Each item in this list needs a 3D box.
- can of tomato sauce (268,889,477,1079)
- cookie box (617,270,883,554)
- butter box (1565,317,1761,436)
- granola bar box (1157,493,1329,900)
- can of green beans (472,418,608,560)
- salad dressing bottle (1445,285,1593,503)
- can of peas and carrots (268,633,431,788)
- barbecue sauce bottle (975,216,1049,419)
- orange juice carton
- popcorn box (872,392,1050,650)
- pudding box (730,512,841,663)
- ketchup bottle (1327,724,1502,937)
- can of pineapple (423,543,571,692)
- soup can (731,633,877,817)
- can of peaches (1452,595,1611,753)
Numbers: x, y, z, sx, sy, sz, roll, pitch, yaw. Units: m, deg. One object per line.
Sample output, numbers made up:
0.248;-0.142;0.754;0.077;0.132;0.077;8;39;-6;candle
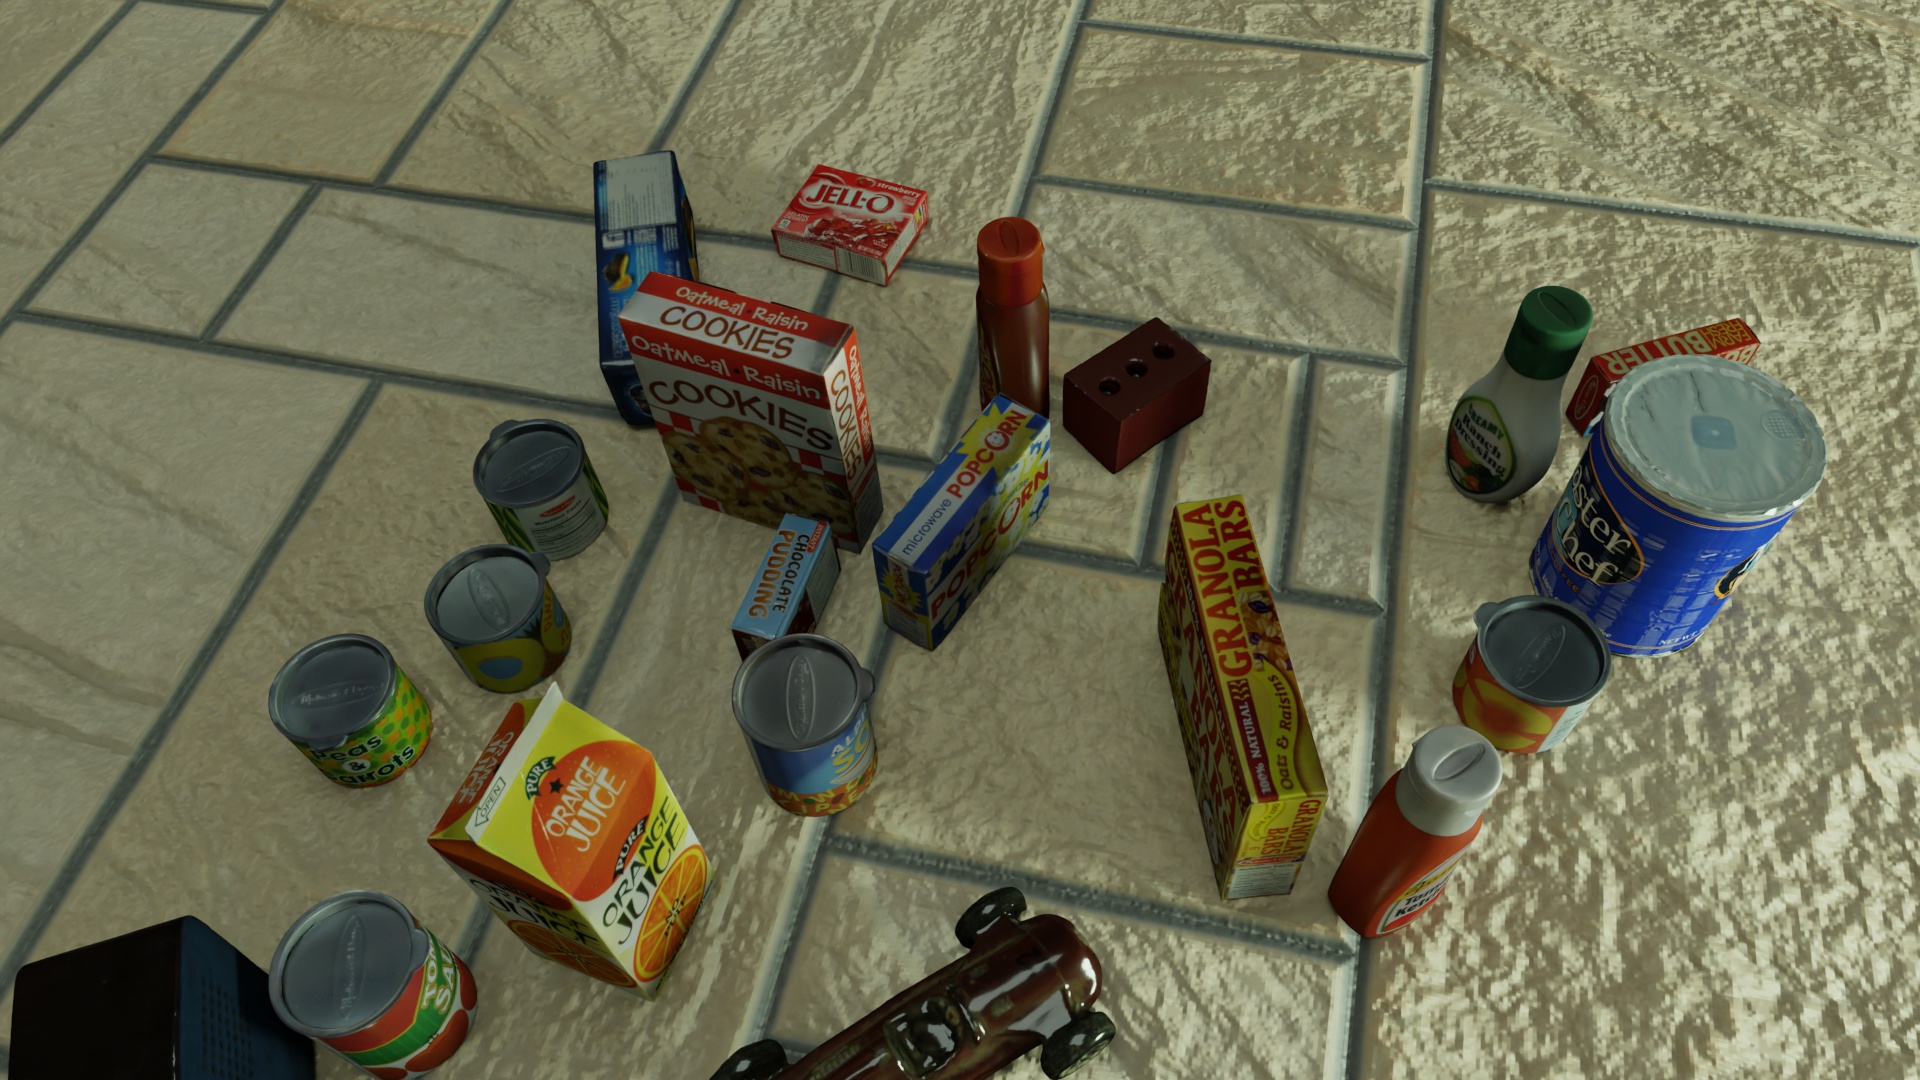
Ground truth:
-0.272;0.210;0.655;0.071;0.082;0.071;-2;55;2;can of tomato sauce
-0.113;-0.069;0.789;0.123;0.166;0.040;17;58;14;cookie box
0.428;-0.100;0.849;0.104;0.053;0.024;-15;56;-7;butter box
0.136;0.080;0.698;0.039;0.123;0.166;-7;55;-1;granola bar box
-0.251;-0.030;0.836;0.071;0.057;0.071;-1;55;2;can of green beans
0.315;-0.080;0.785;0.044;0.147;0.064;-23;57;-12;salad dressing bottle
-0.329;0.095;0.753;0.071;0.058;0.071;-1;55;2;can of peas and carrots
0.031;-0.127;0.832;0.044;0.147;0.065;-10;56;-4;barbecue sauce bottle
-0.175;0.138;0.633;0.073;0.191;0.072;17;58;14;orange juice carton
0.003;-0.010;0.791;0.038;0.084;0.127;28;61;21;popcorn box
-0.098;0.032;0.789;0.030;0.049;0.084;13;57;12;pudding box
0.211;0.134;0.641;0.065;0.148;0.043;-30;59;-16;ketchup bottle
-0.258;0.044;0.785;0.071;0.057;0.071;-1;55;2;can of pineapple
-0.076;0.097;0.722;0.071;0.083;0.072;-2;55;2;soup can
0.299;0.070;0.735;0.071;0.057;0.071;-1;55;2;can of peaches
